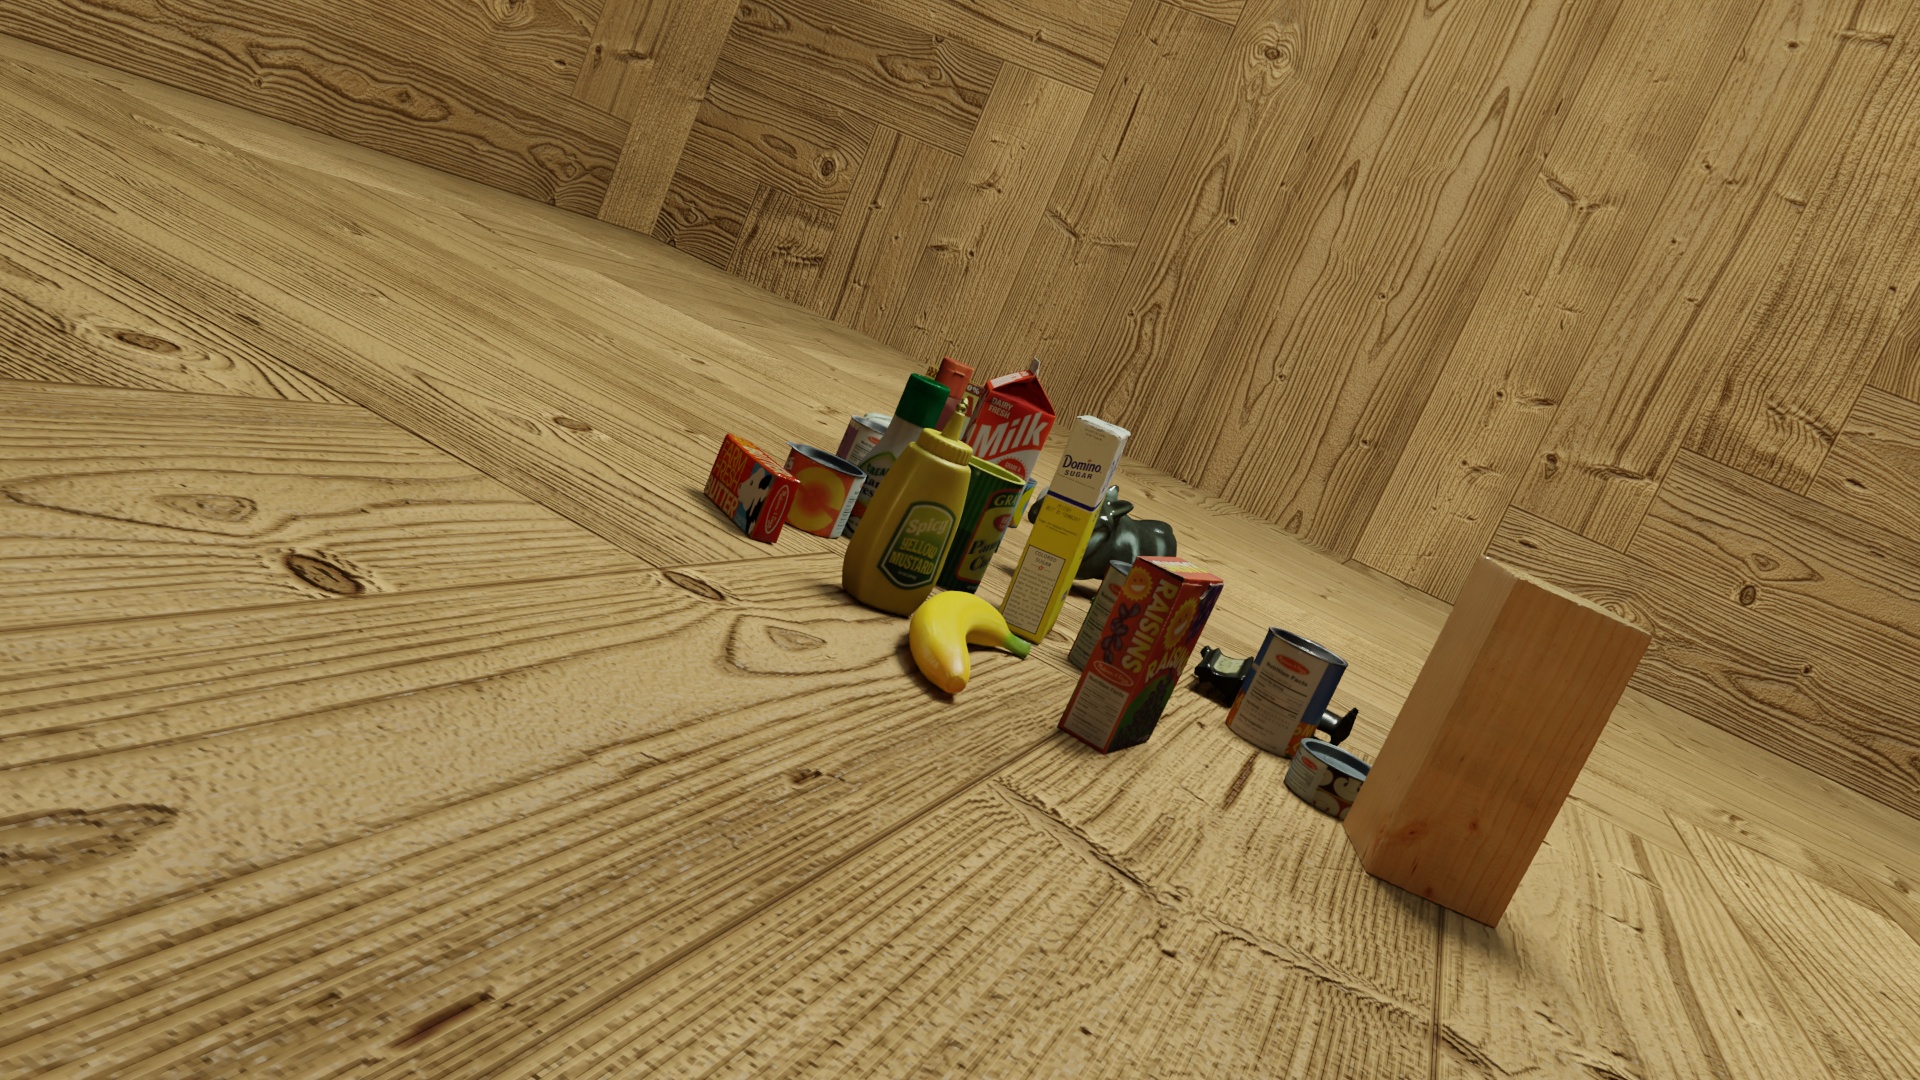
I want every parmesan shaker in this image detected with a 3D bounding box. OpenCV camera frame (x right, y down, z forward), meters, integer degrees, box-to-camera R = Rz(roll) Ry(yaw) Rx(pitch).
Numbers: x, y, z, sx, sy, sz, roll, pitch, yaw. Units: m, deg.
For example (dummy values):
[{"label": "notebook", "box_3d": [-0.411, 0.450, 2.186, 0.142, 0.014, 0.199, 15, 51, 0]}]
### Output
[{"label": "parmesan shaker", "box_3d": [0.004, -0.014, 1.154, 0.071, 0.103, 0.071, 23, 10, -4]}]

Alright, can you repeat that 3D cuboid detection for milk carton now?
[{"label": "milk carton", "box_3d": [0.039, -0.093, 1.387, 0.073, 0.190, 0.072, 22, 9, -7]}]

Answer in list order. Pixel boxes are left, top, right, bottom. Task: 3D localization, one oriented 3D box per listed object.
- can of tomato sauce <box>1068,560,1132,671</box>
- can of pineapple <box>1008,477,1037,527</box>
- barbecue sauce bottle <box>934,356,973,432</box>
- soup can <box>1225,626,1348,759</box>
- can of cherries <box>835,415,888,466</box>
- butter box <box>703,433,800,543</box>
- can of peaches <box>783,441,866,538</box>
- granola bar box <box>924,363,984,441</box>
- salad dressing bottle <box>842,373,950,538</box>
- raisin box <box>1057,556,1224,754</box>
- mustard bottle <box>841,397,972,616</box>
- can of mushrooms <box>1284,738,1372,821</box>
[{"label": "can of tomato sauce", "box_3d": [0.130, 0.067, 1.074, 0.071, 0.083, 0.071, 23, 10, -4]}, {"label": "can of pineapple", "box_3d": [0.046, -0.053, 1.579, 0.071, 0.057, 0.071, 23, 10, -4]}, {"label": "barbecue sauce bottle", "box_3d": [-0.030, -0.129, 1.541, 0.065, 0.148, 0.044, 20, 10, -19]}, {"label": "soup can", "box_3d": [0.254, 0.119, 1.082, 0.071, 0.083, 0.071, 23, 10, -4]}, {"label": "can of cherries", "box_3d": [-0.095, -0.093, 1.465, 0.071, 0.058, 0.071, 23, 10, -4]}, {"label": "butter box", "box_3d": [-0.161, -0.041, 1.062, 0.024, 0.053, 0.104, 17, 12, -36]}, {"label": "can of peaches", "box_3d": [-0.121, -0.041, 1.142, 0.071, 0.058, 0.071, 23, 10, -4]}, {"label": "granola bar box", "box_3d": [0.015, -0.129, 1.714, 0.165, 0.124, 0.039, 23, 9, -1]}, {"label": "salad dressing bottle", "box_3d": [-0.054, -0.067, 1.169, 0.064, 0.147, 0.044, 27, 10, 17]}, {"label": "raisin box", "box_3d": [0.119, 0.073, 0.902, 0.040, 0.123, 0.086, 28, 11, 26]}, {"label": "mustard bottle", "box_3d": [-0.029, -0.027, 0.980, 0.065, 0.160, 0.049, 17, 11, -34]}, {"label": "can of mushrooms", "box_3d": [0.267, 0.171, 0.983, 0.071, 0.033, 0.071, 23, 10, -4]}]
